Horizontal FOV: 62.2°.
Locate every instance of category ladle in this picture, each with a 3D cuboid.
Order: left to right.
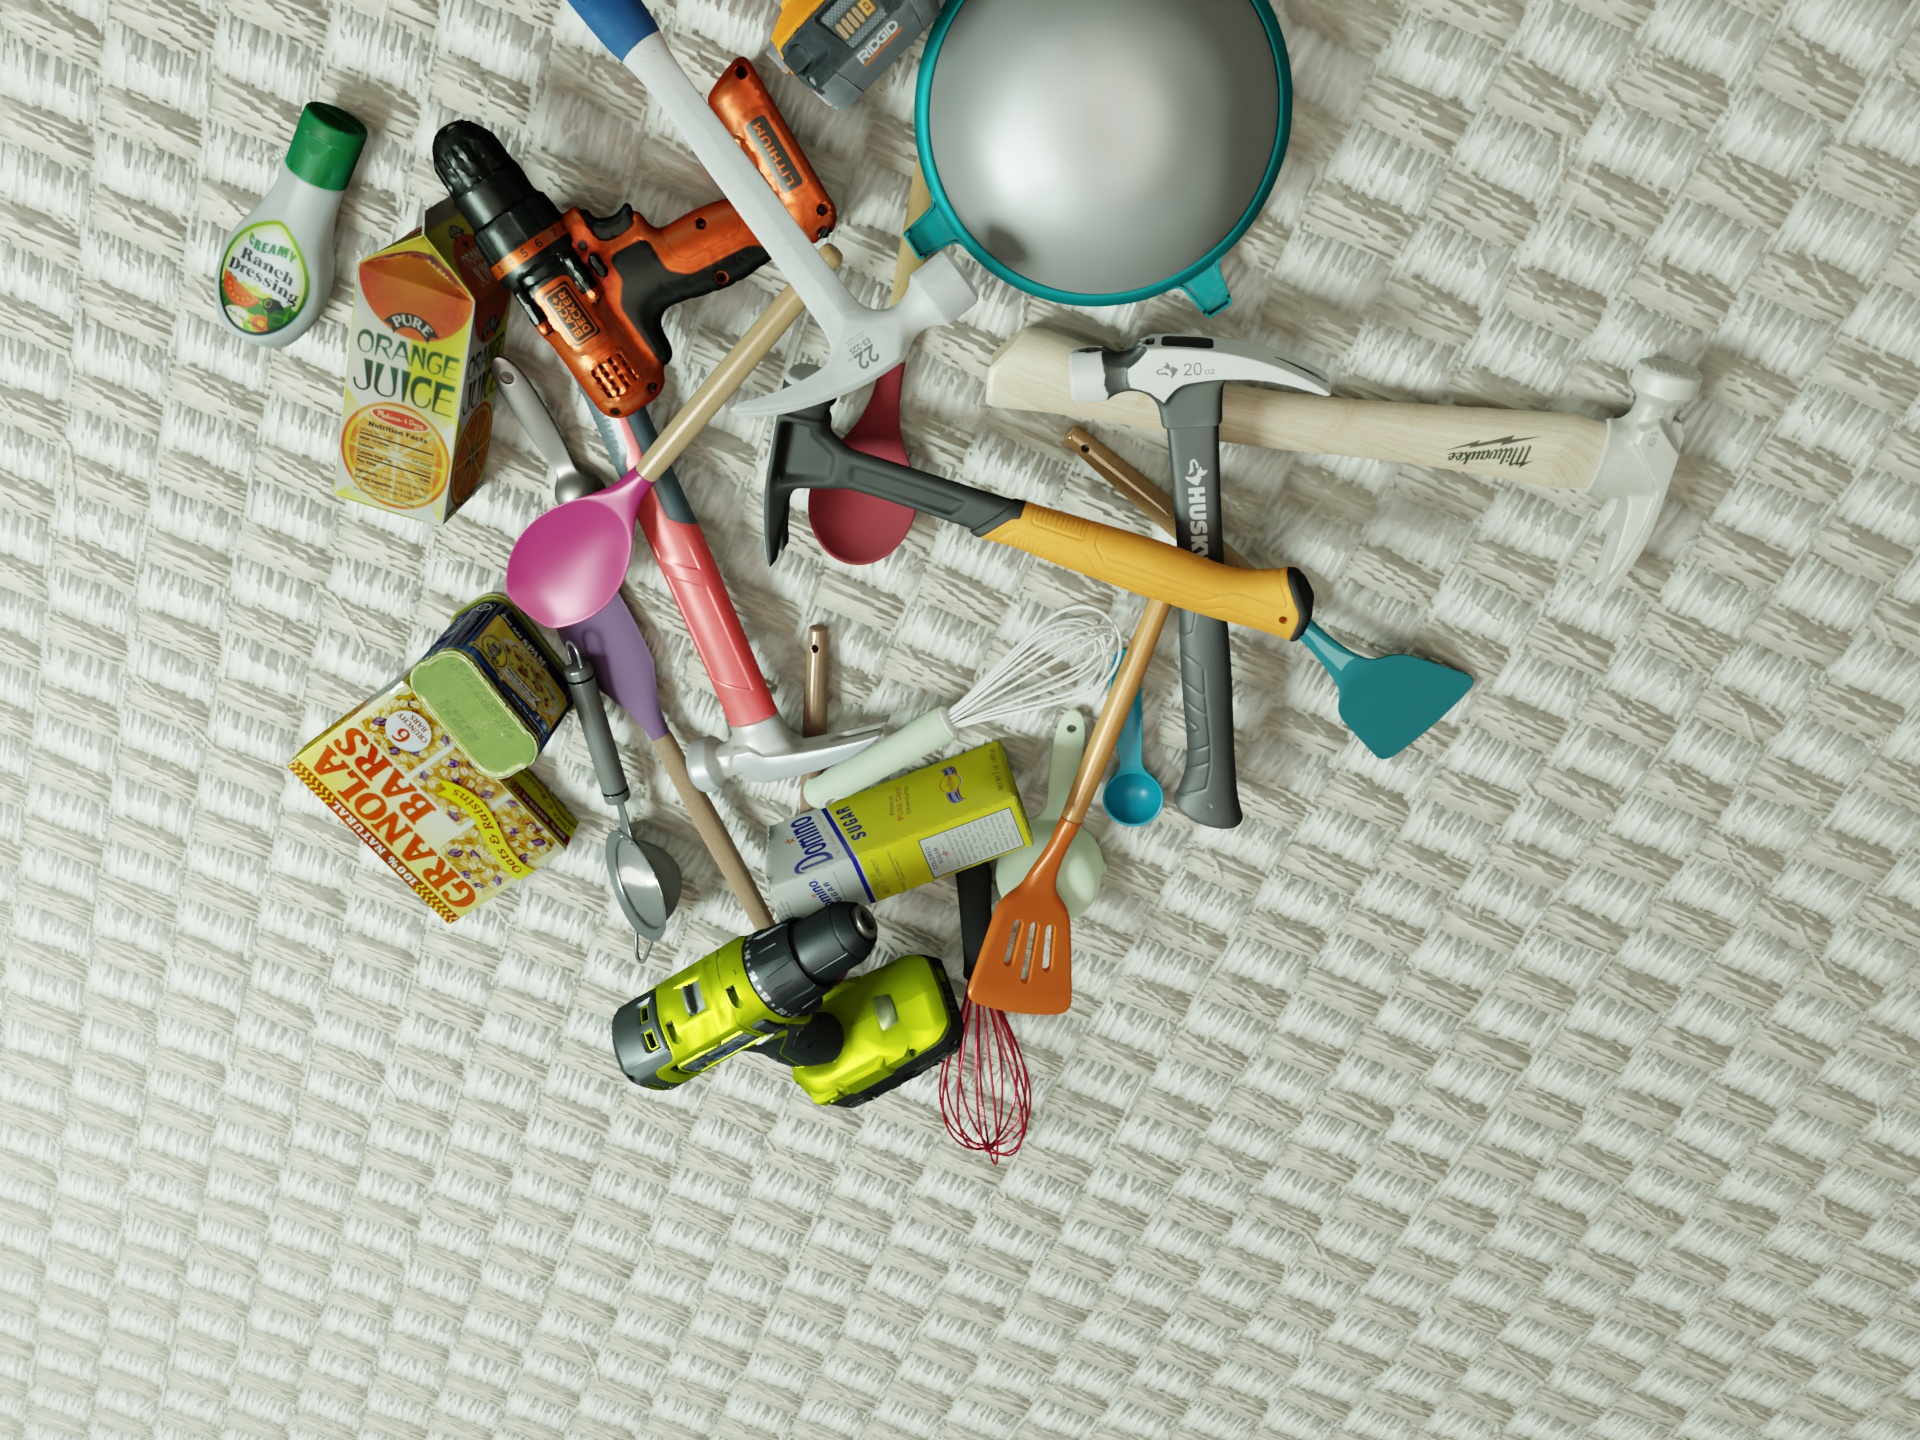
[{"bbox_3d":[-0.037,-0.242,0.956,0.069,0.031,0.315,14,117,1],"label":"ladle"}]

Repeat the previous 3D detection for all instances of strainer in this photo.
[{"bbox_3d":[-0.239,0.058,1.124,0.087,0.050,0.258,24,133,46],"label":"strainer"},{"bbox_3d":[0.092,-0.375,0.823,0.211,0.095,0.340,10,117,-5],"label":"strainer"}]

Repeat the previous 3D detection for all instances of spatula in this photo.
[{"bbox_3d":[-0.200,0.033,1.113,0.060,0.018,0.315,-20,108,22],"label":"spatula"},{"bbox_3d":[0.087,0.048,1.061,0.081,0.041,0.322,13,109,-24],"label":"spatula"},{"bbox_3d":[0.191,-0.086,1.019,0.317,0.044,0.082,38,116,-9],"label":"spatula"}]

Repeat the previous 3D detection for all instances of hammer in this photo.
[{"bbox_3d":[-0.167,-0.344,0.843,0.144,0.035,0.405,-37,93,2],"label":"hammer"},{"bbox_3d":[-0.174,-0.135,1.009,0.143,0.038,0.386,-13,113,18],"label":"hammer"},{"bbox_3d":[0.044,-0.107,0.952,0.337,0.034,0.127,18,126,5],"label":"hammer"},{"bbox_3d":[0.155,-0.075,0.985,0.146,0.035,0.334,-2,121,11],"label":"hammer"},{"bbox_3d":[0.219,-0.170,0.962,0.410,0.038,0.146,8,120,2],"label":"hammer"}]

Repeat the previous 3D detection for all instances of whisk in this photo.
[{"bbox_3d":[-0.002,-0.003,1.063,0.246,0.057,0.059,-28,76,15],"label":"whisk"},{"bbox_3d":[0.014,0.203,1.175,0.073,0.073,0.295,-1,113,6],"label":"whisk"}]

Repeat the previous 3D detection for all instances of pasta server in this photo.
[{"bbox_3d":[-0.106,0.077,1.138,0.060,0.040,0.316,6,115,3],"label":"pasta server"}]

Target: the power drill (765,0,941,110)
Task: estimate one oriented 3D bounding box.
[{"bbox_3d":[-0.114,-0.416,0.792,0.084,0.164,0.226,-43,109,10],"label":"power drill"}]

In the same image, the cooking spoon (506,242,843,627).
[{"bbox_3d":[-0.175,-0.167,0.961,0.068,0.017,0.319,40,117,-15],"label":"cooking spoon"}]

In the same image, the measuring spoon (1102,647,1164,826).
[{"bbox_3d":[0.115,0.010,1.085,0.042,0.021,0.128,-3,109,7],"label":"measuring spoon"}]

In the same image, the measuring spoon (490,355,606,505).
[{"bbox_3d":[-0.263,-0.175,1.004,0.034,0.018,0.124,-17,130,11],"label":"measuring spoon"}]

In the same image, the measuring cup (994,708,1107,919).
[{"bbox_3d":[0.067,0.071,1.106,0.083,0.038,0.167,8,121,2],"label":"measuring cup"}]

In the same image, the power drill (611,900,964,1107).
[{"bbox_3d":[-0.095,0.193,1.076,0.190,0.080,0.228,-31,150,18],"label":"power drill"}]
